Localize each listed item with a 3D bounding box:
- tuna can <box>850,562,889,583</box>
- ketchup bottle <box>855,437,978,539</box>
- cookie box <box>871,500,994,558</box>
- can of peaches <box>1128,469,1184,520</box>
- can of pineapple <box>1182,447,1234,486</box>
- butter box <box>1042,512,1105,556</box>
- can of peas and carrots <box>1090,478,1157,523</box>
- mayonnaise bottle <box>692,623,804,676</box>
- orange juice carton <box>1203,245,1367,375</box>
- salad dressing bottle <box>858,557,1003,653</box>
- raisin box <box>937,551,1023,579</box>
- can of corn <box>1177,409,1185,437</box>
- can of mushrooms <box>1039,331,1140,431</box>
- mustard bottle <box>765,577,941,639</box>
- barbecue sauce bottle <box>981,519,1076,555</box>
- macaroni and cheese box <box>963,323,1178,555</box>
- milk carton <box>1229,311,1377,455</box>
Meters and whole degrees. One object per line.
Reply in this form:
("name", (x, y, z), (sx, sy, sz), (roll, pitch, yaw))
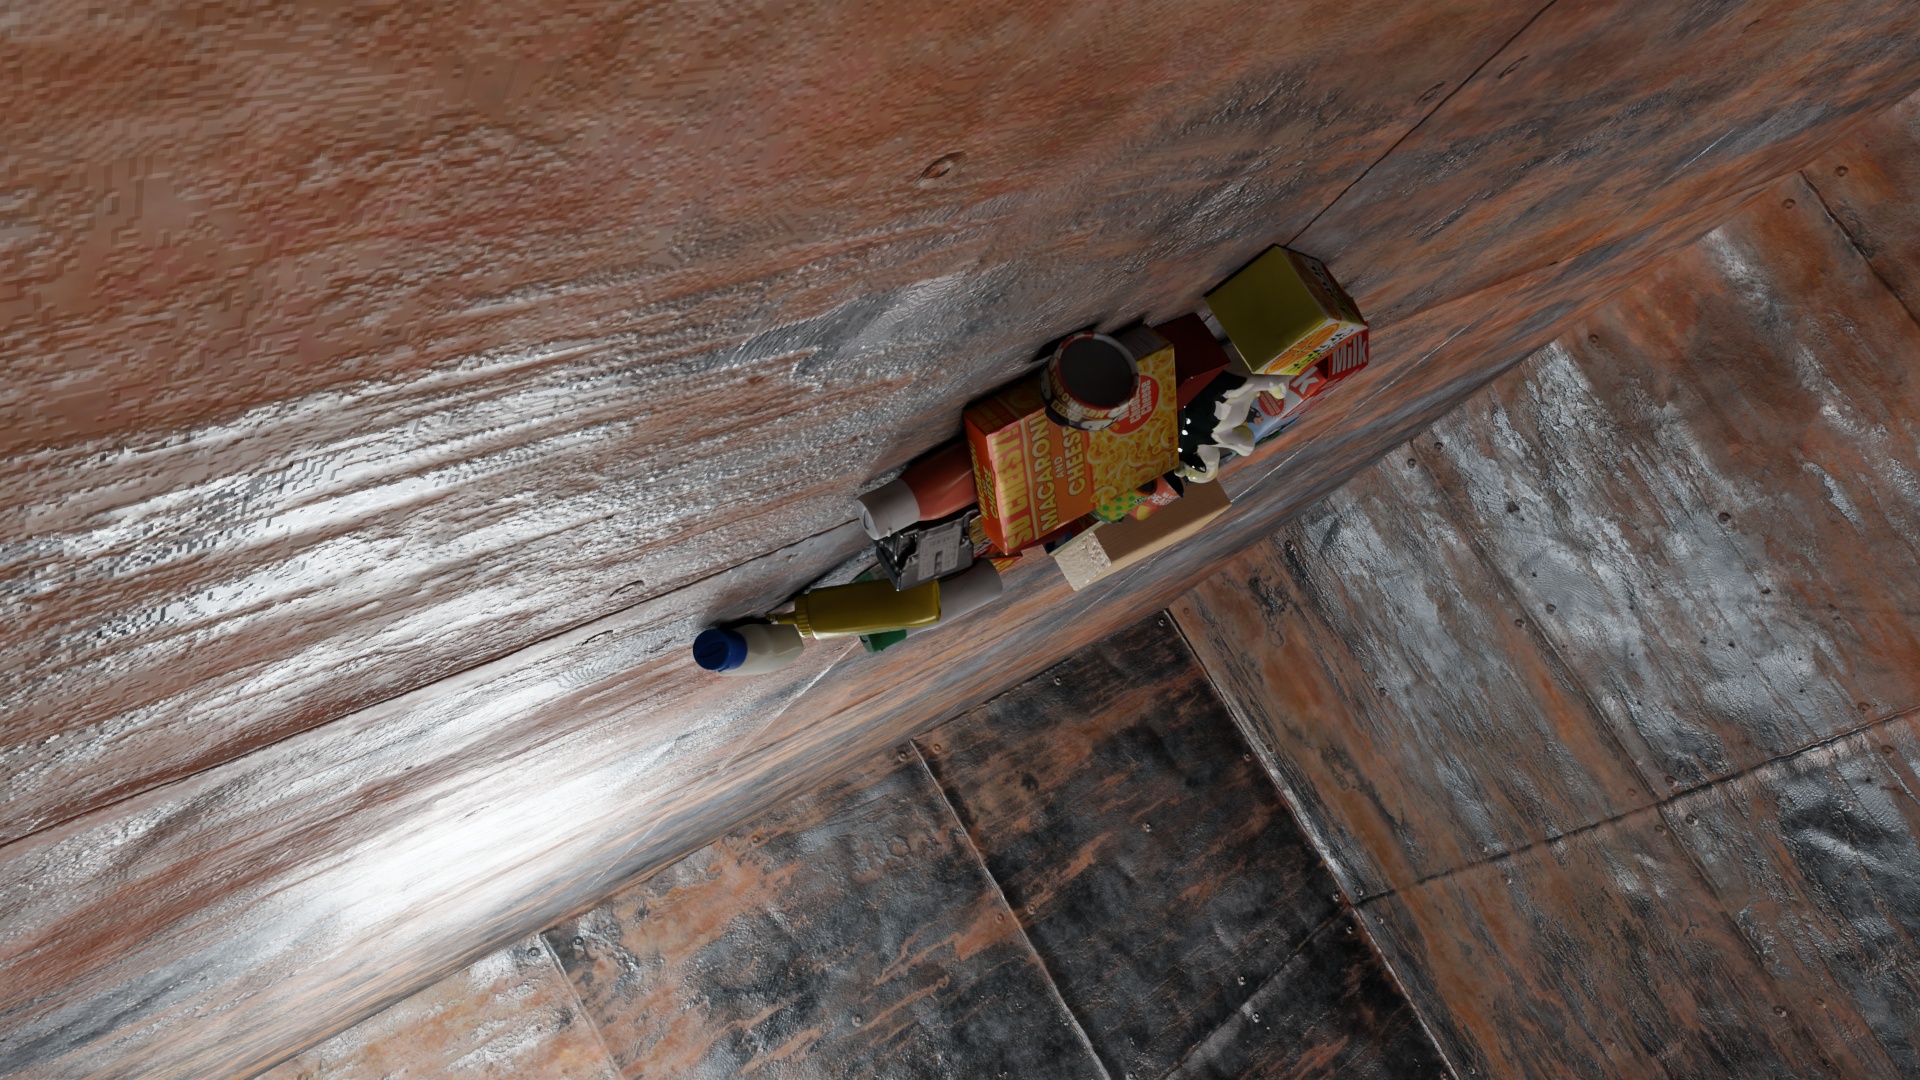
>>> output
("tuna can", (-0.075, 0.045, 1.365), (0.071, 0.033, 0.071), (-30, 169, -6))
("ketchup bottle", (-0.009, -0.047, 1.083), (0.149, 0.043, 0.064), (-27, 157, -20))
("cookie box", (0.005, -0.016, 1.277), (0.123, 0.040, 0.167), (-33, 170, 13))
("can of peaches", (0.208, -0.062, 1.548), (0.058, 0.071, 0.071), (-34, 169, 22))
("can of pineapple", (0.263, -0.102, 1.545), (0.071, 0.058, 0.071), (-29, 169, -6))
("butter box", (0.128, -0.031, 1.518), (0.103, 0.053, 0.024), (-34, 166, 13))
("can of peas and carrots", (0.163, -0.058, 1.439), (0.058, 0.071, 0.071), (-39, 166, 36))
("mayonnaise bottle", (-0.195, 0.099, 1.262), (0.064, 0.041, 0.148), (-26, 170, 11))
("orange juice carton", (0.276, -0.186, 1.146), (0.071, 0.073, 0.193), (-36, 169, 26))
("salad dressing bottle", (-0.031, 0.065, 1.366), (0.148, 0.044, 0.064), (-25, 178, -21))
("raisin box", (0.004, 0.025, 1.479), (0.086, 0.040, 0.123), (-35, 167, 20))
("can of corn", (0.153, -0.101, 1.224), (0.071, 0.071, 0.058), (-25, 169, -26))
("can of mushrooms", (0.091, -0.112, 0.988), (0.071, 0.071, 0.033), (-25, 168, -26))
("mustard bottle", (-0.099, 0.063, 1.270), (0.160, 0.049, 0.065), (-8, 180, 5))
("barbecue sauce bottle", (0.062, -0.014, 1.441), (0.149, 0.044, 0.064), (-16, 154, -53))
("macaroni and cheese box", (0.088, -0.077, 1.065), (0.167, 0.040, 0.123), (-27, 135, -17))
("milk carton", (0.332, -0.168, 1.385), (0.072, 0.073, 0.189), (-22, 166, -38))
